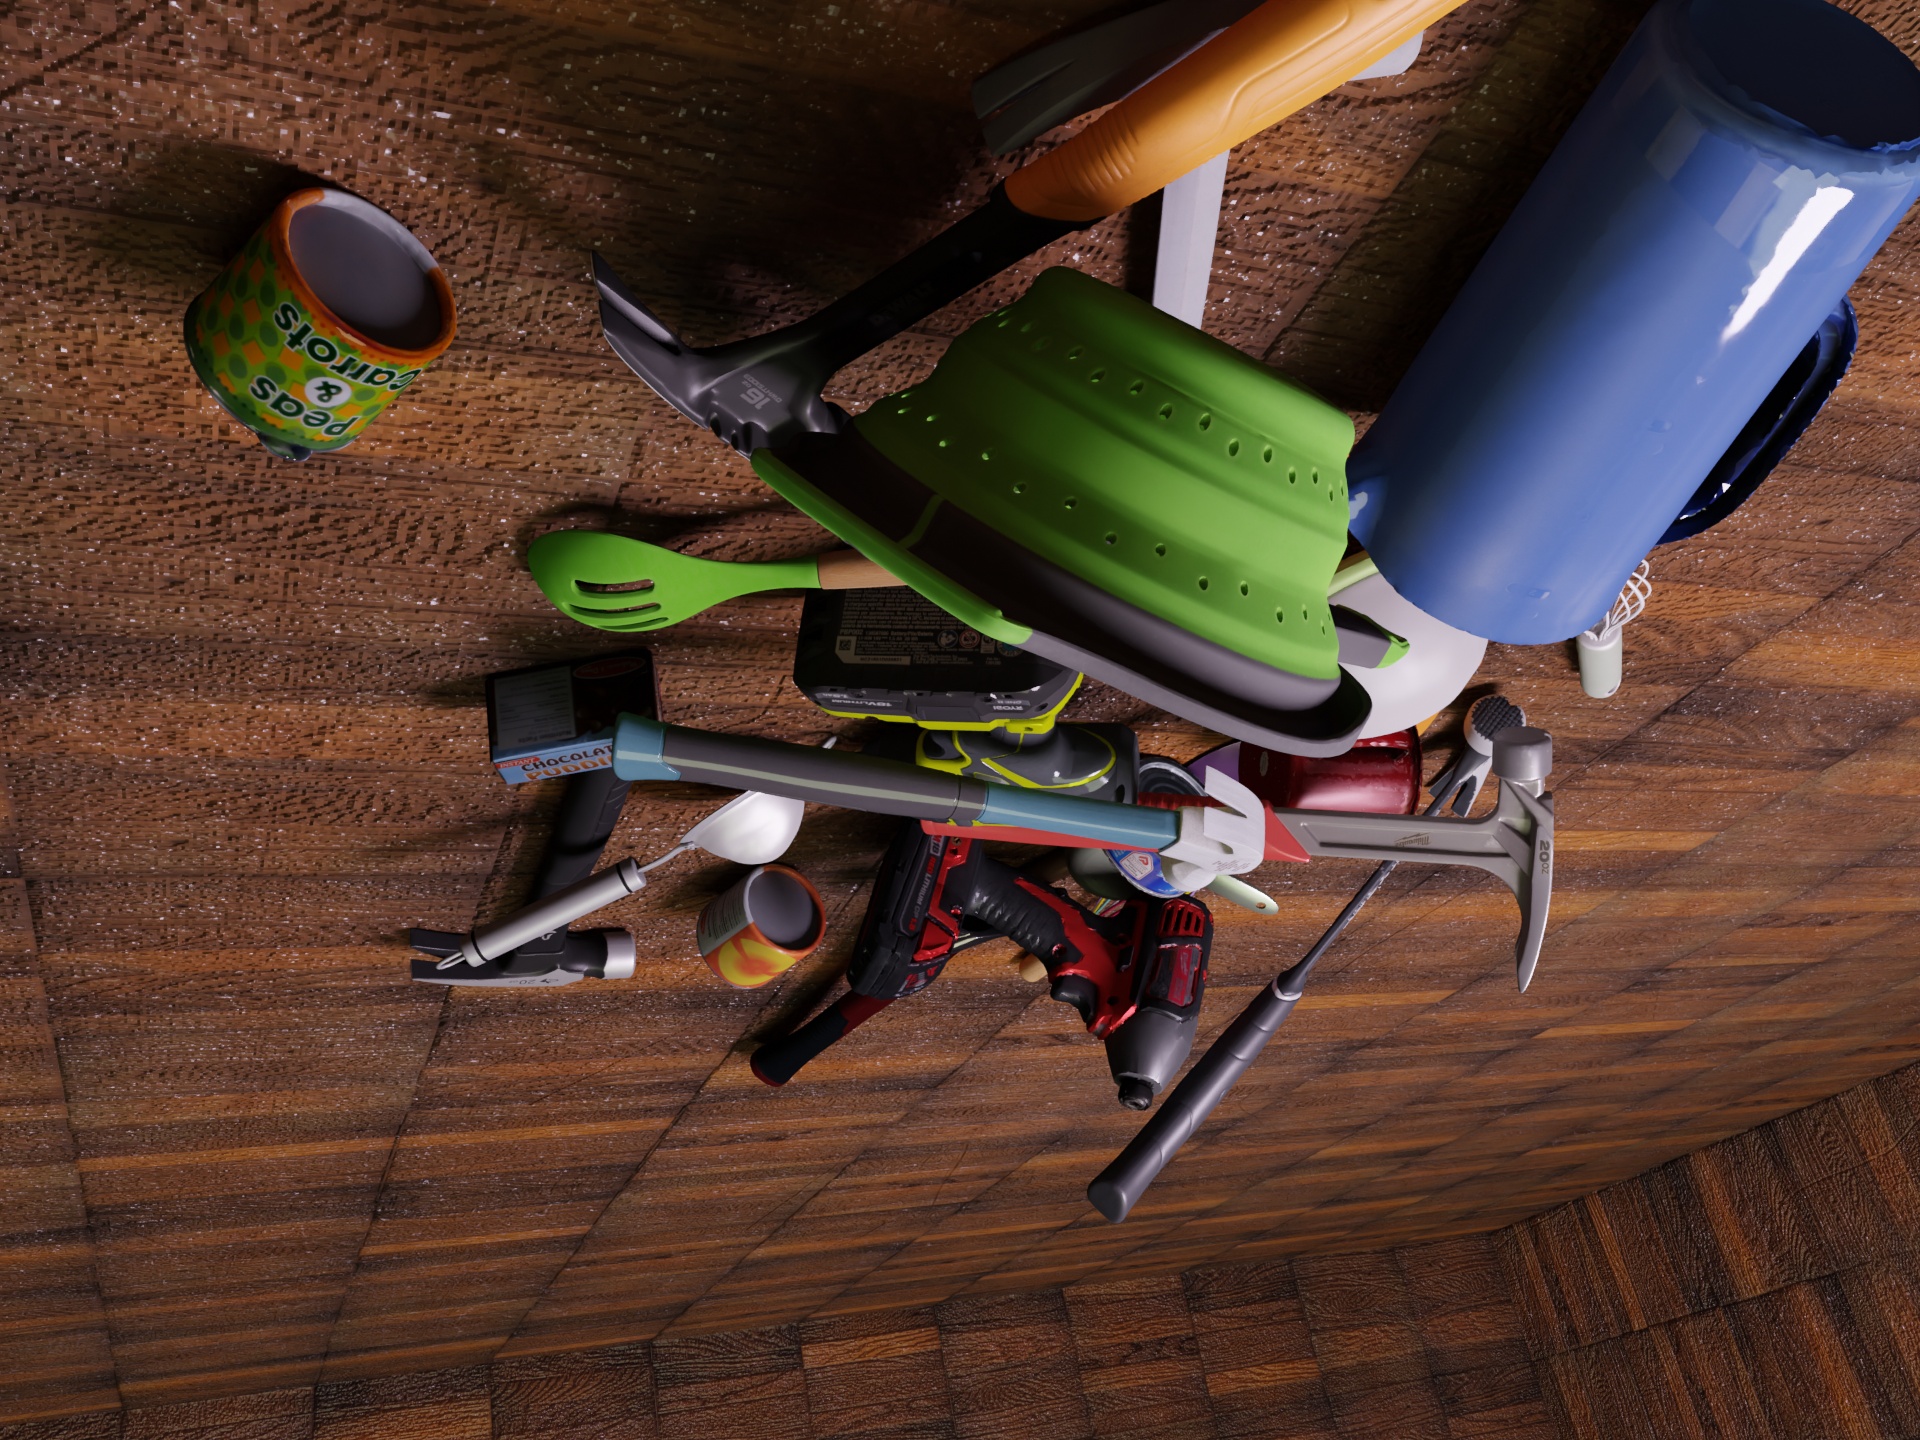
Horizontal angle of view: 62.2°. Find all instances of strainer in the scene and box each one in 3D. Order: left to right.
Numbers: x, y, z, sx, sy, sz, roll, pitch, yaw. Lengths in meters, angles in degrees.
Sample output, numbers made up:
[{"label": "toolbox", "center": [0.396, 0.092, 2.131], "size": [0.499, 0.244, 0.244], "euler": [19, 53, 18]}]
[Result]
[{"label": "strainer", "center": [-0.178, 0.085, 0.900], "size": [0.258, 0.050, 0.087], "euler": [-25, 172, -1]}, {"label": "strainer", "center": [0.187, -0.030, 0.825], "size": [0.256, 0.069, 0.151], "euler": [-5, 152, -35]}]

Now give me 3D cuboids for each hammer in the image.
[{"label": "hammer", "center": [-0.237, 0.083, 0.944], "size": [0.146, 0.035, 0.334], "euler": [1, 149, -25]}, {"label": "hammer", "center": [-0.060, 0.213, 1.219], "size": [0.143, 0.038, 0.386], "euler": [-5, 157, -31]}, {"label": "hammer", "center": [-0.005, 0.038, 0.780], "size": [0.331, 0.033, 0.128], "euler": [10, 161, -13]}, {"label": "hammer", "center": [0.045, -0.180, 0.498], "size": [0.337, 0.034, 0.127], "euler": [-26, 150, 22]}, {"label": "hammer", "center": [0.080, -0.129, 0.679], "size": [0.144, 0.035, 0.405], "euler": [-10, 152, -4]}, {"label": "hammer", "center": [0.153, 0.071, 0.924], "size": [0.359, 0.149, 0.037], "euler": [2, -162, 16]}, {"label": "hammer", "center": [0.222, 0.159, 1.033], "size": [0.409, 0.036, 0.149], "euler": [-48, 161, -10]}]

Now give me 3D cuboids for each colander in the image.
[{"label": "colander", "center": [0.101, -0.076, 0.572], "size": [0.397, 0.205, 0.094], "euler": [4, 118, -56]}]

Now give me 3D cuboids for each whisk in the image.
[{"label": "whisk", "center": [0.110, 0.151, 1.198], "size": [0.047, 0.051, 0.245], "euler": [-2, 154, -30]}, {"label": "whisk", "center": [0.362, -0.054, 0.904], "size": [0.058, 0.059, 0.246], "euler": [-53, 153, 2]}]

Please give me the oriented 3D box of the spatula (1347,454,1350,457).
[{"label": "spatula", "center": [0.261, -0.106, 0.786], "size": [0.322, 0.041, 0.081], "euler": [-2, 148, -20]}]

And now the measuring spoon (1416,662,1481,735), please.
[{"label": "measuring spoon", "center": [0.302, -0.011, 1.005], "size": [0.021, 0.011, 0.116], "euler": [-6, 151, -11]}]

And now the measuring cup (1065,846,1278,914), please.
[{"label": "measuring cup", "center": [0.145, 0.107, 1.068], "size": [0.167, 0.038, 0.083], "euler": [26, 131, -15]}]

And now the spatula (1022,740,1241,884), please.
[{"label": "spatula", "center": [0.098, 0.082, 1.091], "size": [0.316, 0.018, 0.059], "euler": [-31, 136, 31]}]

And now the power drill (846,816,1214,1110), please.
[{"label": "power drill", "center": [0.049, 0.150, 1.001], "size": [0.219, 0.143, 0.078], "euler": [21, 146, -6]}]

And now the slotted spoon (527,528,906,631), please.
[{"label": "slotted spoon", "center": [-0.036, -0.069, 0.697], "size": [0.314, 0.031, 0.070], "euler": [-4, 150, 4]}]

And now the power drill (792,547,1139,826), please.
[{"label": "power drill", "center": [-0.001, -0.003, 0.822], "size": [0.171, 0.080, 0.223], "euler": [1, 157, 12]}]
